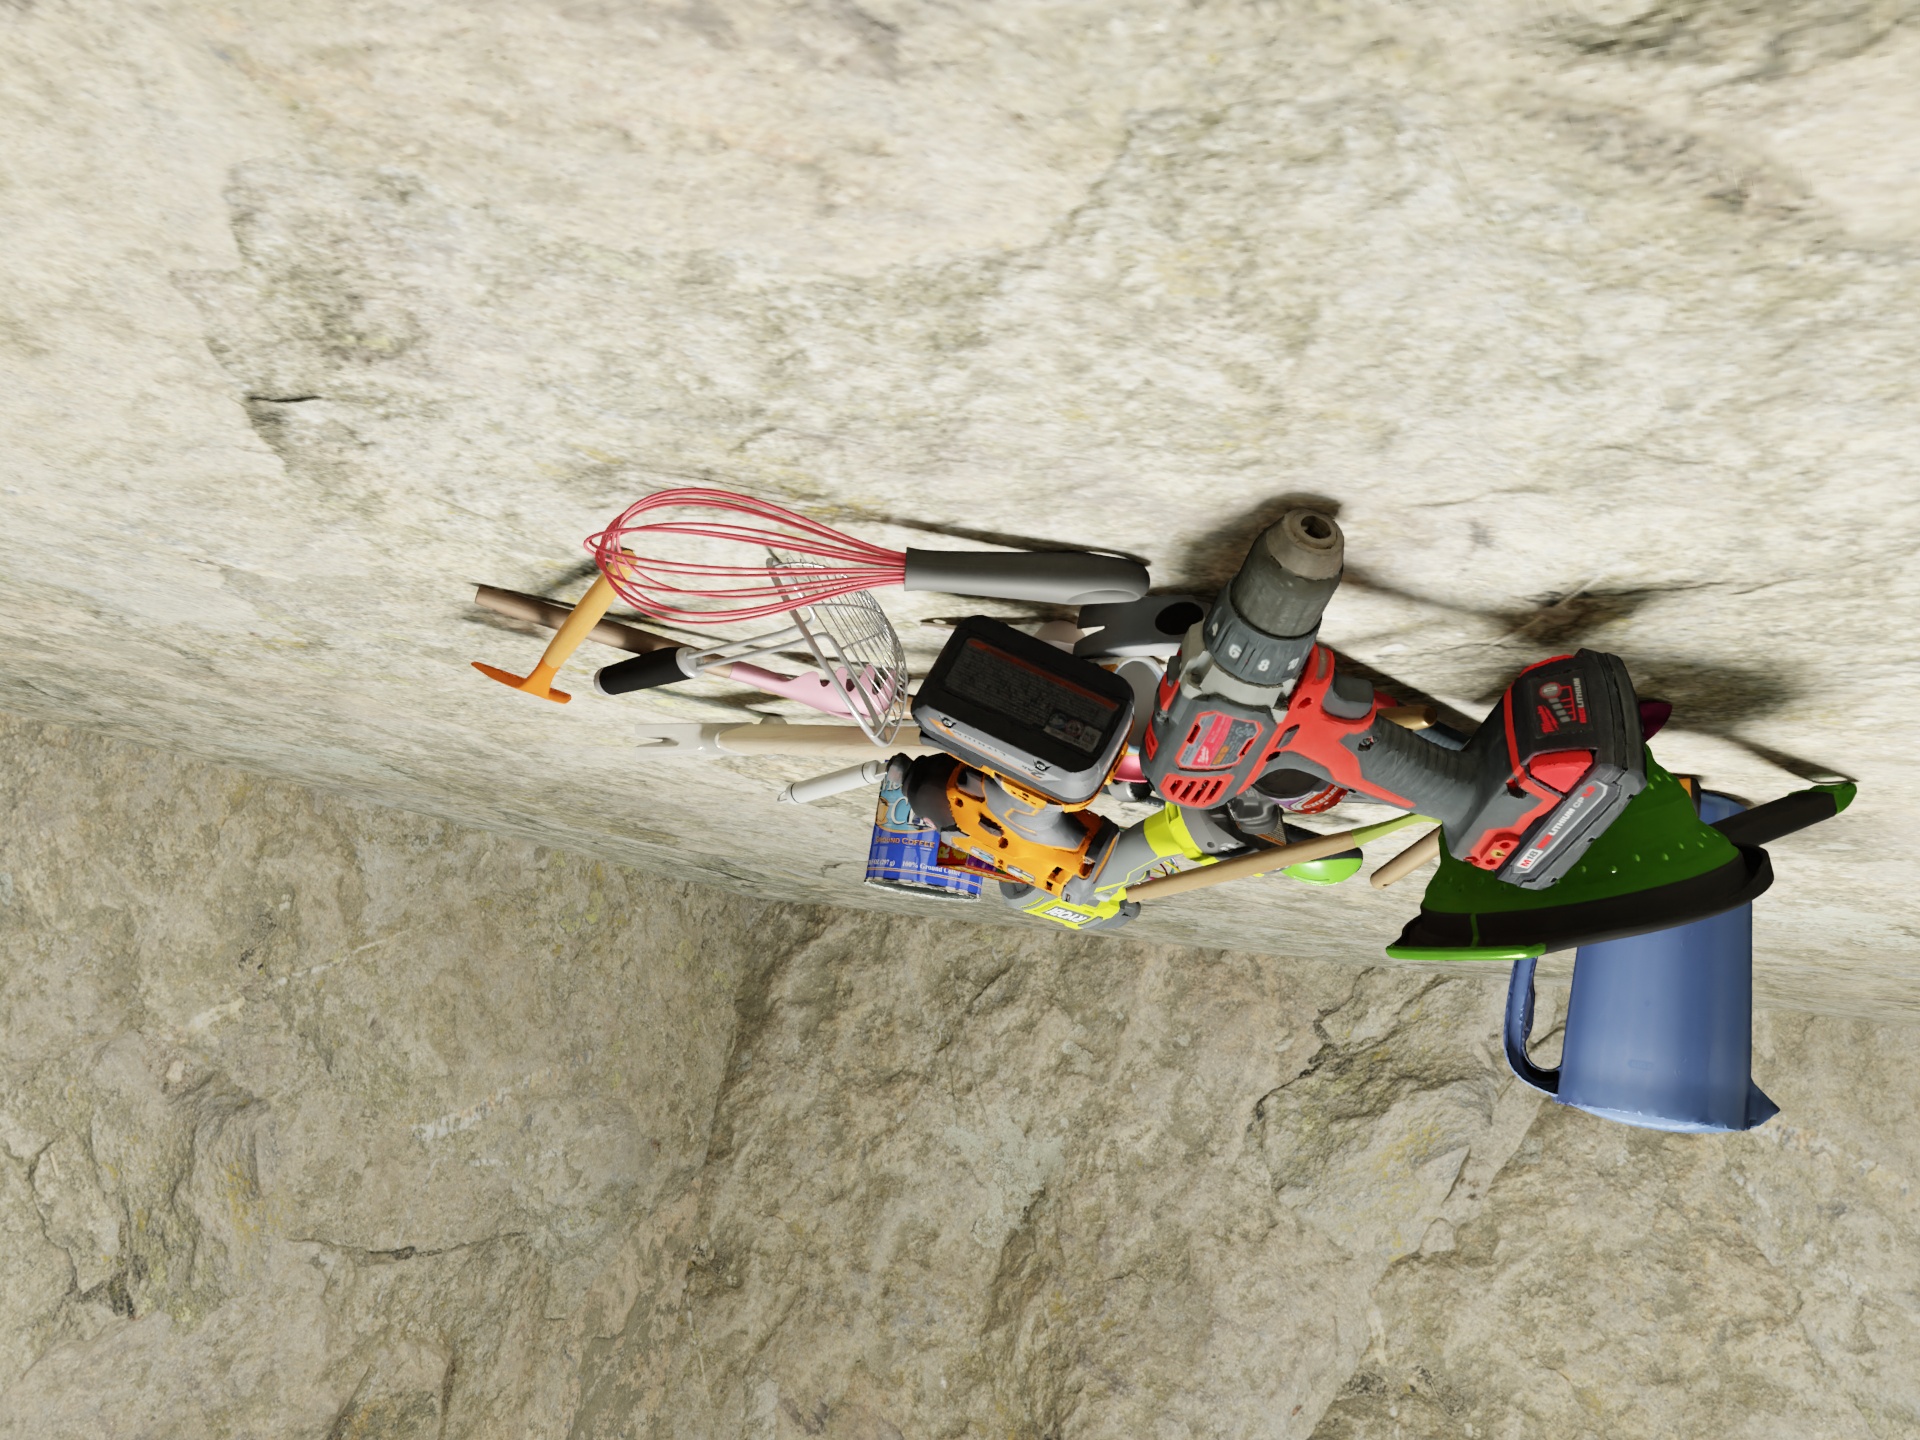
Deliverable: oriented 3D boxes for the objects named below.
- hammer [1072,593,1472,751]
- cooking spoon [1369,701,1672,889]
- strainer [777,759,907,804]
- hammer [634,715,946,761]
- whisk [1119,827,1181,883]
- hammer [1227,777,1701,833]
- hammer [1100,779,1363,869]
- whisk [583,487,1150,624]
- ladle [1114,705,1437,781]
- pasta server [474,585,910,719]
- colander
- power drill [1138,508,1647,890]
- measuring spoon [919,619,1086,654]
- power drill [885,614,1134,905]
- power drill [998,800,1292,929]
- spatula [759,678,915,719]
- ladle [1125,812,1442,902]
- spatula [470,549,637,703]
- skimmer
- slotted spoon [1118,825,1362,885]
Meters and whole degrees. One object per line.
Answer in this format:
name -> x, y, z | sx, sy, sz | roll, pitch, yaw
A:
hammer -> 0.240, -0.008, 0.999 | 0.143, 0.038, 0.386 | -1, 165, 46
cooking spoon -> 0.360, 0.055, 1.070 | 0.068, 0.017, 0.318 | 2, 154, -17
strainer -> -0.069, 0.041, 1.326 | 0.258, 0.087, 0.050 | -17, 131, 40
hammer -> -0.102, 0.017, 1.244 | 0.146, 0.038, 0.411 | -2, -179, -39
whisk -> 0.100, 0.103, 1.526 | 0.245, 0.051, 0.047 | 22, -167, 20
hammer -> 0.360, 0.051, 1.171 | 0.337, 0.034, 0.127 | 1, 152, 22
hammer -> 0.251, 0.099, 1.536 | 0.408, 0.036, 0.149 | 17, 167, -37
whisk -> -0.048, -0.080, 0.829 | 0.296, 0.073, 0.073 | 3, 169, -2
ladle -> 0.181, 0.012, 0.992 | 0.069, 0.031, 0.315 | 16, 168, -24
pasta server -> -0.191, -0.052, 1.156 | 0.316, 0.040, 0.060 | 16, 167, -15
colander -> 0.417, 0.050, 0.964 | 0.397, 0.094, 0.204 | -13, 179, -32
power drill -> 0.216, -0.010, 0.784 | 0.226, 0.080, 0.187 | 14, 140, -4
measuring spoon -> 0.026, -0.058, 0.992 | 0.124, 0.018, 0.034 | 10, 171, 35
power drill -> 0.024, 0.028, 0.997 | 0.164, 0.084, 0.226 | 25, 156, 12
power drill -> 0.167, 0.121, 1.386 | 0.223, 0.080, 0.171 | -28, 147, 33
spatula -> -0.002, -0.004, 1.260 | 0.316, 0.018, 0.060 | 9, 177, -3
ladle -> 0.290, 0.112, 1.265 | 0.320, 0.062, 0.078 | -15, 163, 11
spatula -> -0.273, -0.059, 1.099 | 0.081, 0.041, 0.322 | 21, 154, -21
skimmer -> -0.160, -0.029, 1.017 | 0.363, 0.090, 0.127 | -8, 121, 49
slotted spoon -> 0.223, 0.122, 1.523 | 0.314, 0.031, 0.070 | 8, 173, 17
